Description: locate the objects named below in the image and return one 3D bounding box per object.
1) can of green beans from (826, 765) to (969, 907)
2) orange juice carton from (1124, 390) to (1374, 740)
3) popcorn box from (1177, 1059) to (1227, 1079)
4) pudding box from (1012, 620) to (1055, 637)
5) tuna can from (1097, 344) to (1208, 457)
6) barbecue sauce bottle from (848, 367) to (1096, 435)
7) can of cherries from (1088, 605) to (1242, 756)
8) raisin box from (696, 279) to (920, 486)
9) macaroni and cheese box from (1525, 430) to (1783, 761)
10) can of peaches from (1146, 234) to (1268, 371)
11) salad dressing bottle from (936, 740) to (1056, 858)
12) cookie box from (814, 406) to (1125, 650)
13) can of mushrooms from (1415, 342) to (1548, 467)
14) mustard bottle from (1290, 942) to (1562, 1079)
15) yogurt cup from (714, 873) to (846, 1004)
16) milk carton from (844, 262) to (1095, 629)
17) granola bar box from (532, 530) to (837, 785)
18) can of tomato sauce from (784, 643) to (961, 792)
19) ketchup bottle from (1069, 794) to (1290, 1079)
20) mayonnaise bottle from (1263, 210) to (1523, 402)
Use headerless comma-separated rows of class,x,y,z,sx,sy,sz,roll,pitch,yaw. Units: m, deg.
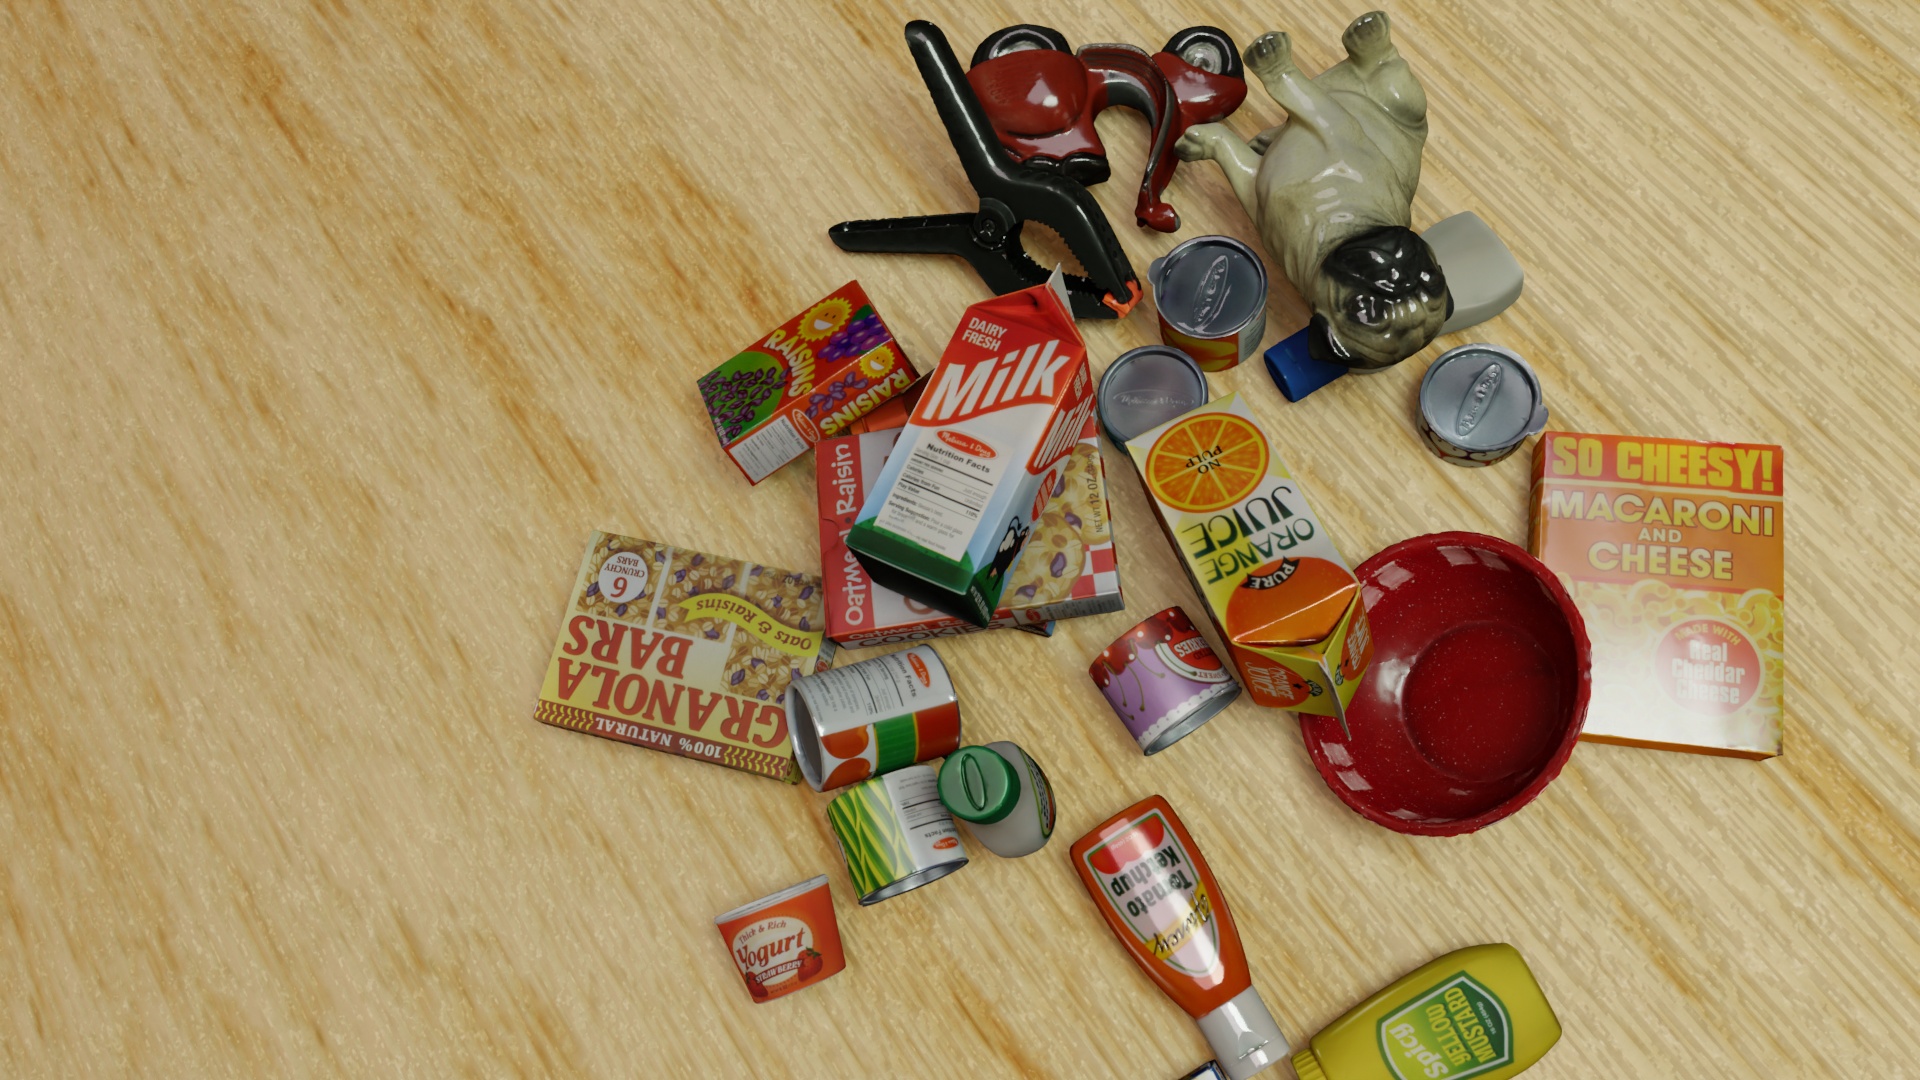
can of green beans,-0.036,0.166,0.786,0.071,0.071,0.058,-24,71,4
orange juice carton,0.163,0.016,0.752,0.073,0.071,0.193,-25,51,5
popcorn box,0.101,0.343,0.724,0.127,0.038,0.085,-31,71,2
pudding box,0.041,0.011,0.832,0.050,0.030,0.084,14,78,16
tuna can,0.117,-0.079,0.840,0.071,0.032,0.071,-3,74,11
barbecue sauce bottle,0.005,-0.087,0.860,0.148,0.043,0.065,-19,71,6
can of cherries,0.116,0.077,0.778,0.071,0.071,0.058,-34,70,1
raisin box,-0.096,-0.100,0.868,0.123,0.040,0.086,-33,40,2
macaroni and cheese box,0.374,0.028,0.755,0.124,0.040,0.167,5,76,13
can of peaches,0.149,-0.143,0.838,0.071,0.058,0.071,-3,75,11
salad dressing bottle,0.020,0.135,0.740,0.044,0.147,0.064,-17,73,7
cookie box,0.003,-0.010,0.805,0.167,0.040,0.123,-9,69,8
can of mushrooms,0.300,-0.076,0.802,0.071,0.033,0.071,-3,74,10
mustard bottle,0.224,0.265,0.715,0.160,0.048,0.065,-28,70,3
yogurt cup,-0.099,0.226,0.784,0.072,0.072,0.054,-22,80,5
milk carton,0.018,-0.057,0.759,0.073,0.072,0.191,23,77,17
granola bar box,-0.163,0.070,0.852,0.165,0.039,0.124,11,77,14
can of tomato sauce,-0.050,0.102,0.791,0.083,0.071,0.071,-13,70,-22
ketchup bottle,0.122,0.216,0.752,0.065,0.043,0.149,-31,72,-2
mayonnaise bottle,0.253,-0.134,0.824,0.148,0.041,0.065,-30,64,3
